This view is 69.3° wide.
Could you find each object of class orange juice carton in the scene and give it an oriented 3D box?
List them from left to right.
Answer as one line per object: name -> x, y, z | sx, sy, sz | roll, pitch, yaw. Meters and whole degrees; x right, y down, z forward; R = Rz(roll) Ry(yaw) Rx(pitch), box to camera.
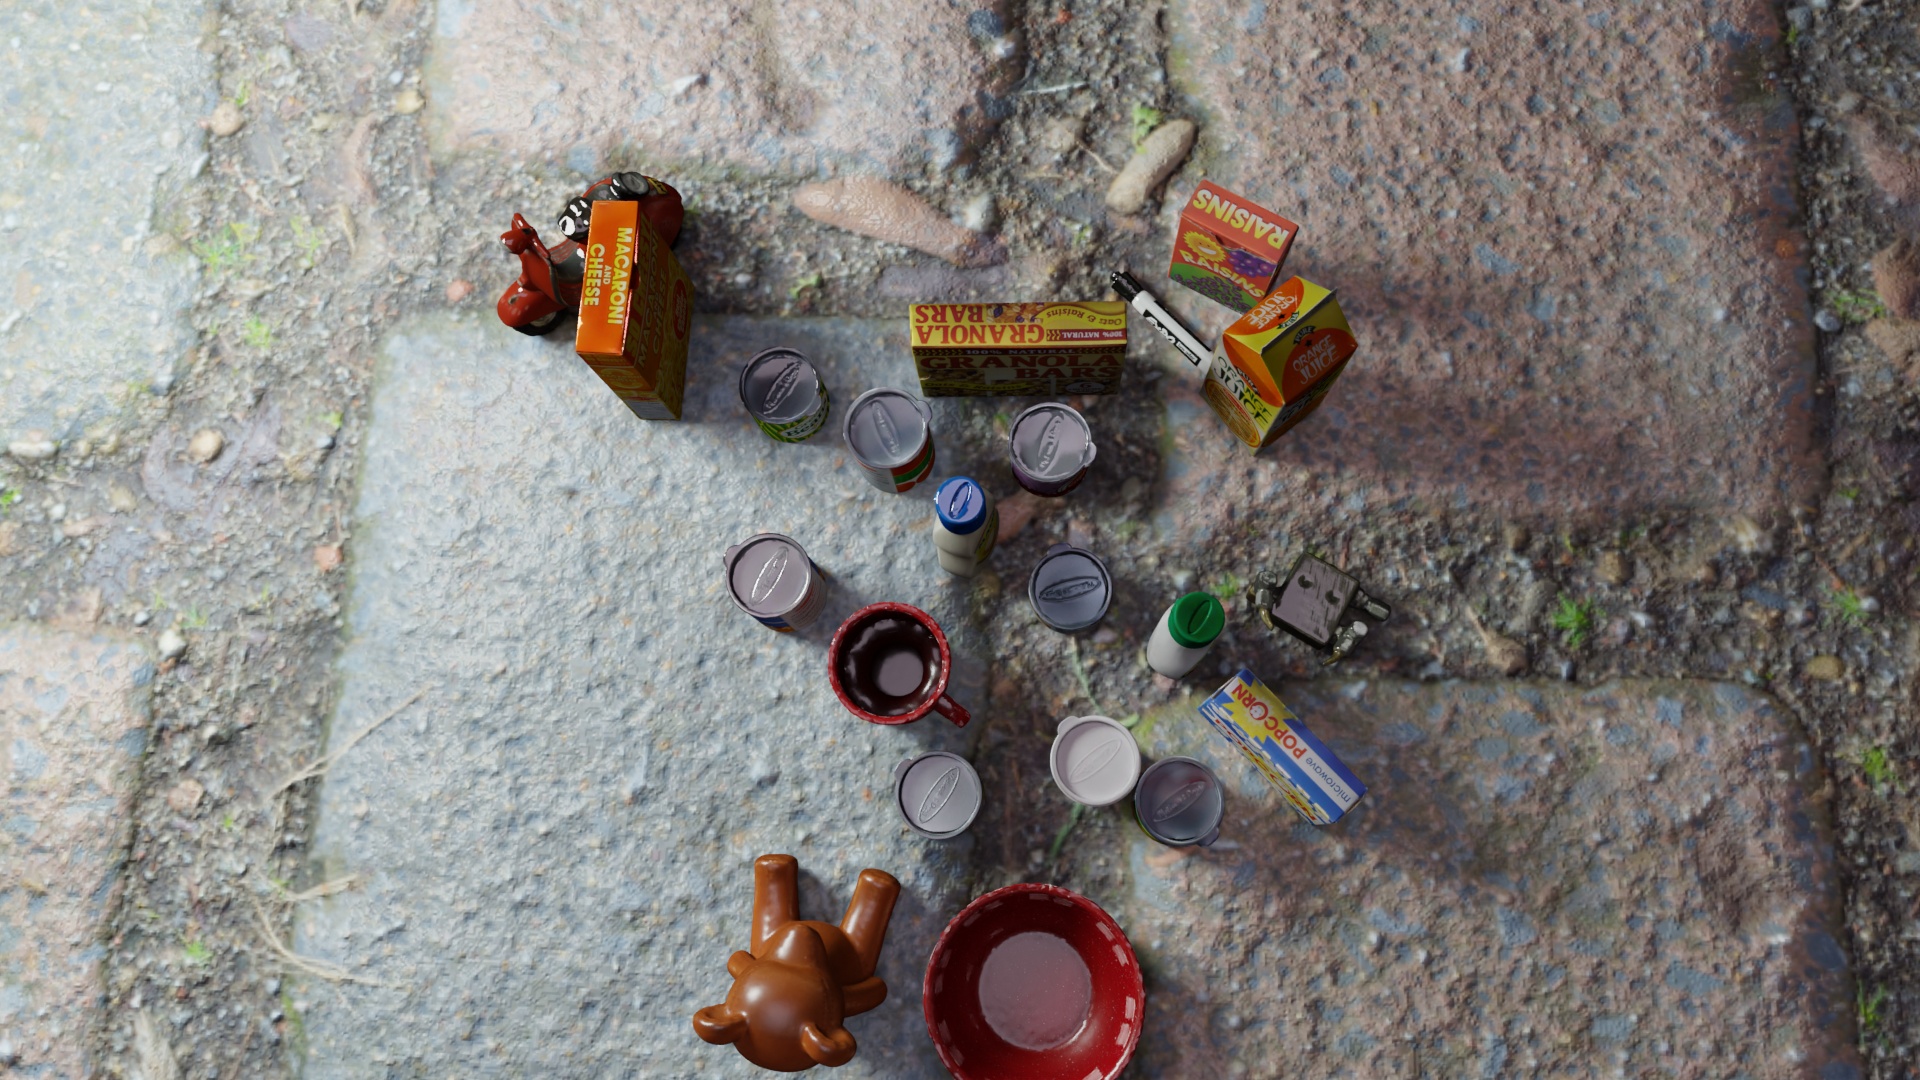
orange juice carton -> 0.241, -0.135, 1.057 | 0.072, 0.192, 0.073 | -38, 79, -5

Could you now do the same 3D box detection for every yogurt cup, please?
yogurt cup -> 0.103, 0.170, 1.067 | 0.072, 0.054, 0.072 | -1, 78, 3

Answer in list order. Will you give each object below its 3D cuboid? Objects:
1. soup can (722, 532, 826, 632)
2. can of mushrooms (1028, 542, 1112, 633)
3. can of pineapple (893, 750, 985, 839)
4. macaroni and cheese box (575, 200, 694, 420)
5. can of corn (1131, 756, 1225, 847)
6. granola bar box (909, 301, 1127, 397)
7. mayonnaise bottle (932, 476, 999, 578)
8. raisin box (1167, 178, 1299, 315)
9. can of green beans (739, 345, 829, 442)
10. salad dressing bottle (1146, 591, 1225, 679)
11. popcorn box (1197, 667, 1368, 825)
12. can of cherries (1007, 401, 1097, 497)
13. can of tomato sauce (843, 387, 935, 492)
soup can -> -0.146, 0.033, 1.095 | 0.071, 0.083, 0.071 | -1, 78, 3
can of mushrooms -> 0.087, 0.038, 1.107 | 0.071, 0.033, 0.071 | -1, 78, 3
can of pineapple -> -0.016, 0.194, 1.066 | 0.071, 0.057, 0.071 | -1, 78, 3
macaroni and cheese box -> -0.255, -0.179, 1.106 | 0.040, 0.166, 0.124 | 2, 78, 4
can of corn -> 0.166, 0.201, 1.055 | 0.071, 0.058, 0.071 | -1, 78, 3
granola bar box -> 0.047, -0.150, 1.105 | 0.166, 0.124, 0.039 | 0, 78, 3
mayonnaise bottle -> 0.004, -0.013, 1.065 | 0.041, 0.148, 0.065 | 22, 80, 7
raisin box -> 0.216, -0.231, 1.115 | 0.086, 0.123, 0.040 | 30, 81, 9
can of green beans -> -0.144, -0.119, 1.142 | 0.071, 0.057, 0.071 | -1, 78, 3
salad dressing bottle -> 0.170, 0.068, 1.038 | 0.044, 0.147, 0.064 | 32, 81, 9
popcorn box -> 0.240, 0.157, 1.047 | 0.038, 0.085, 0.127 | -43, 79, -6
can of cherries -> 0.074, -0.071, 1.120 | 0.071, 0.058, 0.071 | -1, 78, 3
can of tomato sauce -> -0.054, -0.080, 1.116 | 0.071, 0.083, 0.071 | -1, 78, 3
